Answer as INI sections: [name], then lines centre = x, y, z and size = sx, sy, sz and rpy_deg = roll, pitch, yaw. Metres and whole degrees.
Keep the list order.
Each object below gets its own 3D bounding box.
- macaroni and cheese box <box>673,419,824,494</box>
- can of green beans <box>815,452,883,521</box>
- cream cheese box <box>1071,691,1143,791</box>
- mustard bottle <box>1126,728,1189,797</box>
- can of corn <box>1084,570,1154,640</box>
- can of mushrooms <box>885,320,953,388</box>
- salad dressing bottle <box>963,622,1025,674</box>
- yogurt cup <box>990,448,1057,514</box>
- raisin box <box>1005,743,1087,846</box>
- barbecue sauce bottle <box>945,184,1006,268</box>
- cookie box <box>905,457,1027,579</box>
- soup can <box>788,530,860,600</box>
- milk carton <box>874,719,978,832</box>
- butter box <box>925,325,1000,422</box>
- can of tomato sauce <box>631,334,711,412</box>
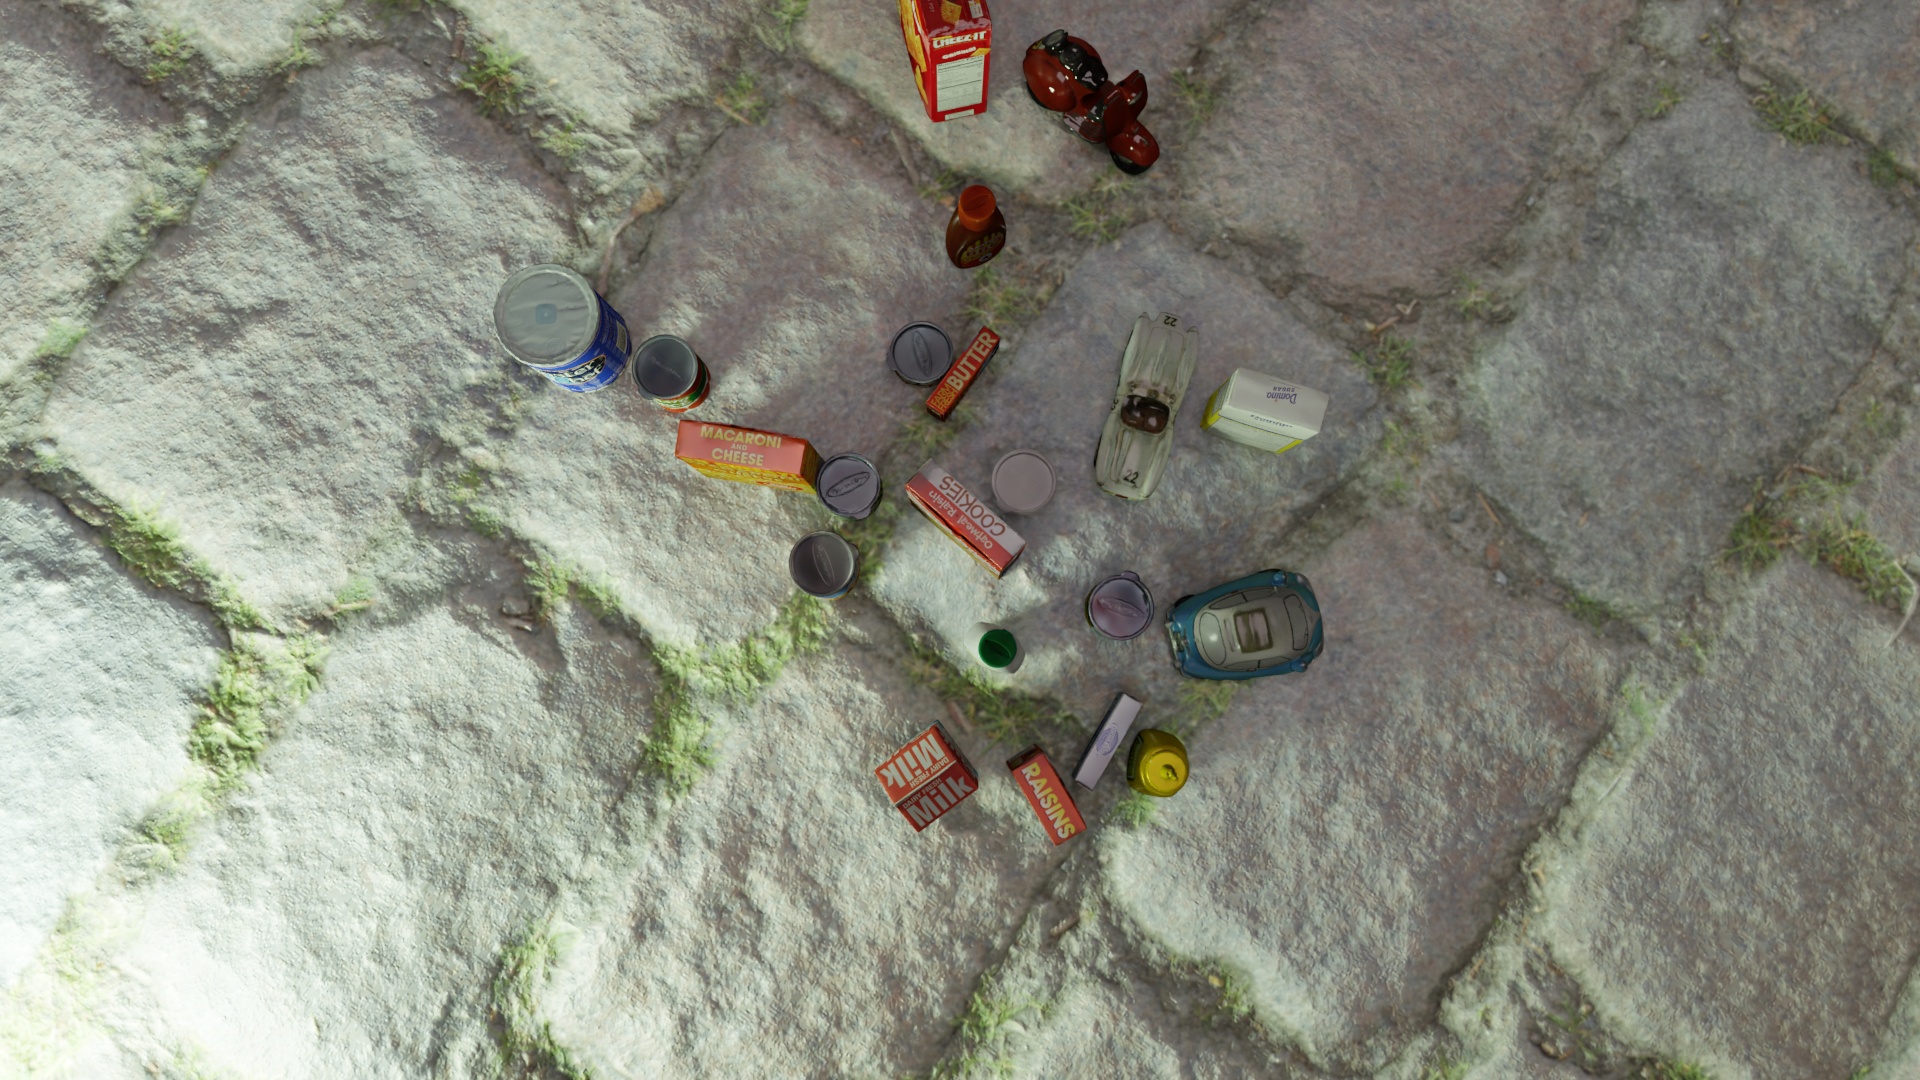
[macaroni and cheese box]
centre = -0.206, -0.082, 1.382
size = 0.124, 0.166, 0.040
rpy_deg = 9, 85, 1
[can of green beans]
centre = -0.114, -0.054, 1.434
size = 0.071, 0.058, 0.071
rpy_deg = 0, 85, 0
[cream cheese box]
centre = 0.148, 0.203, 1.413
size = 0.024, 0.053, 0.104
rpy_deg = 31, 85, 2
[mustard bottle]
centre = 0.195, 0.220, 1.358
size = 0.049, 0.160, 0.065
rpy_deg = 14, 85, 1
[can of corn]
centre = 0.163, 0.067, 1.424
size = 0.071, 0.058, 0.071
rpy_deg = 0, 85, 0
[can of mushrooms]
centre = -0.043, -0.194, 1.460
size = 0.071, 0.033, 0.071
rpy_deg = 0, 85, 0
[salad dressing bottle]
centre = 0.034, 0.107, 1.374
size = 0.064, 0.147, 0.044
rpy_deg = 34, 86, 3
[yogurt cup]
centre = 0.065, -0.058, 1.437
size = 0.072, 0.054, 0.072
rpy_deg = 0, 85, 0
[raisin box]
centre = 0.084, 0.250, 1.373
size = 0.040, 0.123, 0.086
rpy_deg = -30, 86, -2
[barbecue sauce bottle]
centre = 0.016, -0.321, 1.415
size = 0.065, 0.148, 0.043
rpy_deg = -28, 86, -2
[cookie box]
centre = 0.005, -0.017, 1.376
size = 0.123, 0.167, 0.040
rpy_deg = 41, 86, 3
[soup can]
centre = -0.134, 0.026, 1.414
size = 0.071, 0.083, 0.071
rpy_deg = 0, 85, 0
[milk carton]
centre = -0.031, 0.226, 1.341
size = 0.072, 0.190, 0.073
rpy_deg = -36, 86, -3
[butter box]
centre = 0.003, -0.172, 1.448
size = 0.024, 0.053, 0.103
rpy_deg = 36, 86, 3
[can of tomato sauce]
centre = -0.297, -0.169, 1.432
size = 0.071, 0.083, 0.071
rpy_deg = 0, 85, 0
